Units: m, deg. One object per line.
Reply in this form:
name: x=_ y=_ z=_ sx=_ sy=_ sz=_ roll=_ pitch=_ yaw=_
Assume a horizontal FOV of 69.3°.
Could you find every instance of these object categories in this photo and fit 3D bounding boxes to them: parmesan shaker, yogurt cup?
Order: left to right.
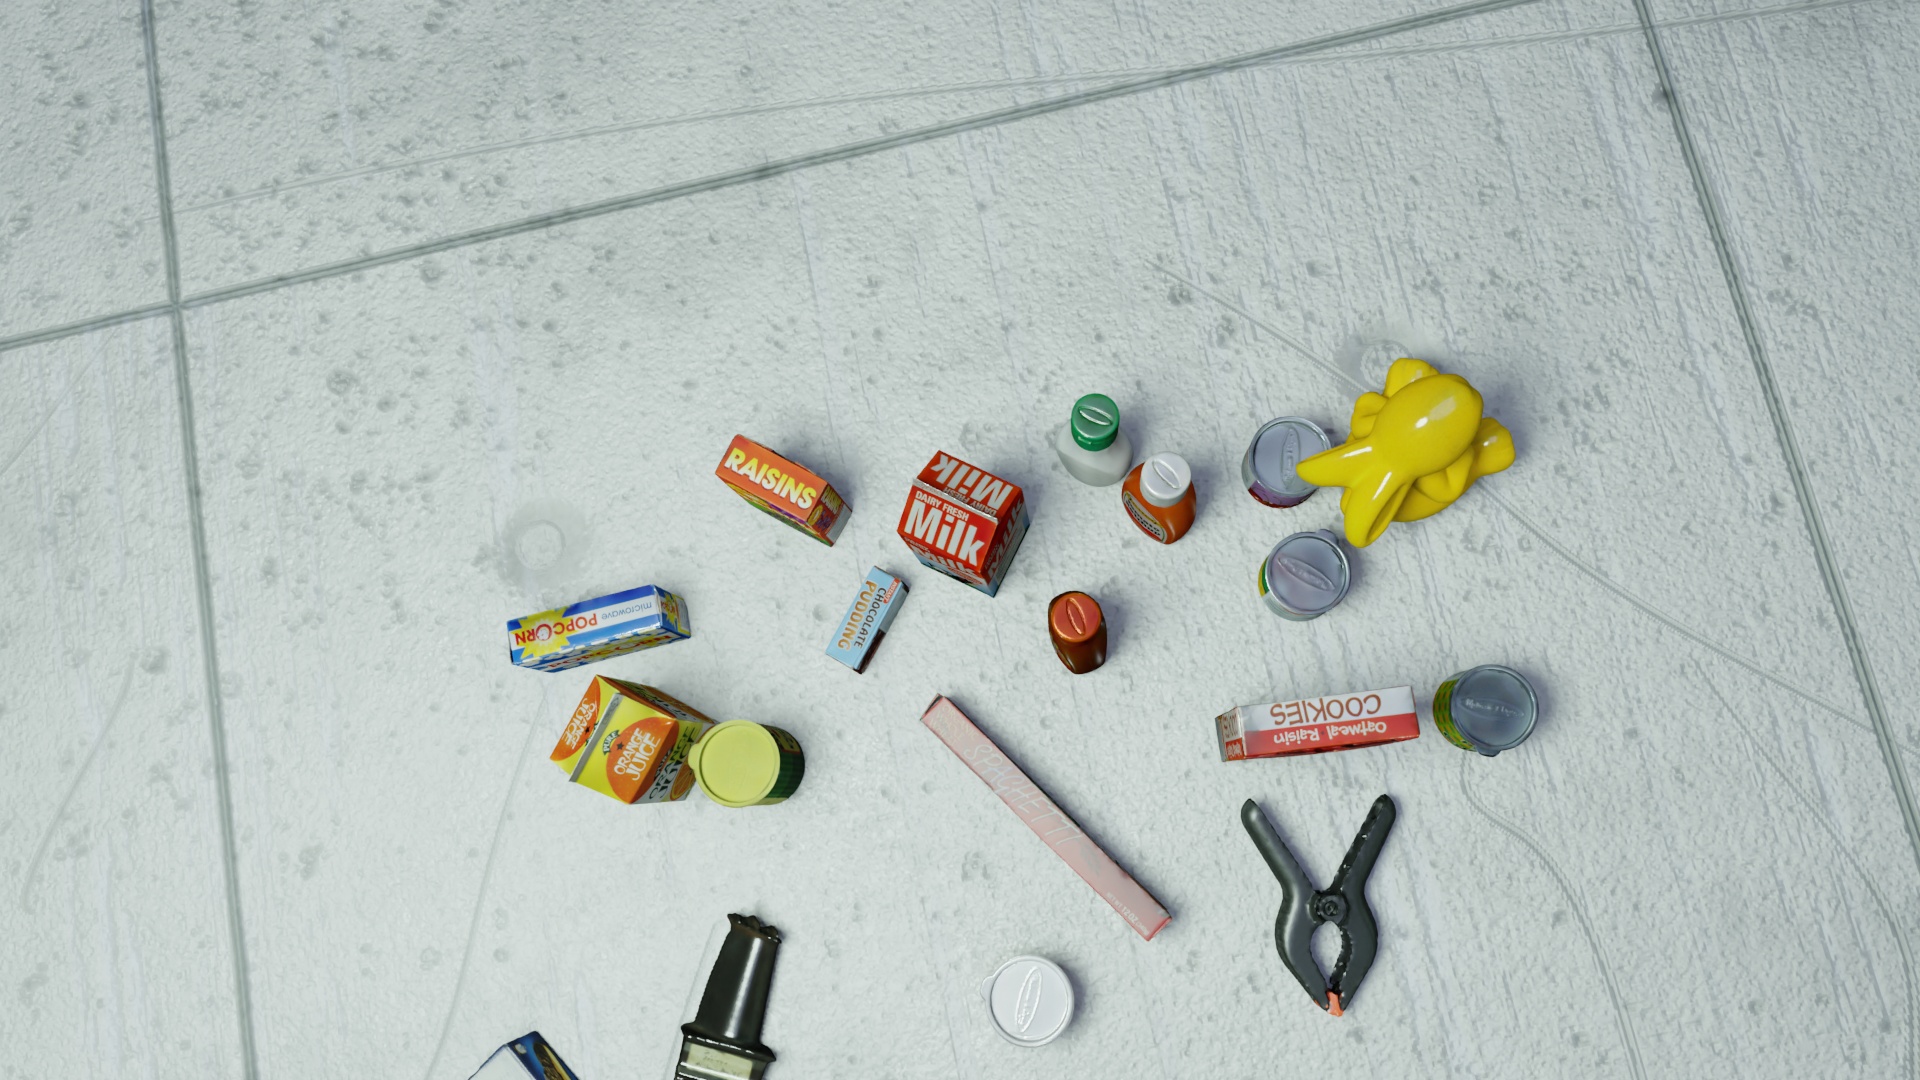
parmesan shaker: x=-0.167 y=0.177 z=1.101 sx=0.071 sy=0.103 sz=0.071 roll=-1 pitch=80 yaw=5
yogurt cup: x=0.054 y=0.353 z=1.076 sx=0.072 sy=0.054 sz=0.072 roll=-1 pitch=80 yaw=5

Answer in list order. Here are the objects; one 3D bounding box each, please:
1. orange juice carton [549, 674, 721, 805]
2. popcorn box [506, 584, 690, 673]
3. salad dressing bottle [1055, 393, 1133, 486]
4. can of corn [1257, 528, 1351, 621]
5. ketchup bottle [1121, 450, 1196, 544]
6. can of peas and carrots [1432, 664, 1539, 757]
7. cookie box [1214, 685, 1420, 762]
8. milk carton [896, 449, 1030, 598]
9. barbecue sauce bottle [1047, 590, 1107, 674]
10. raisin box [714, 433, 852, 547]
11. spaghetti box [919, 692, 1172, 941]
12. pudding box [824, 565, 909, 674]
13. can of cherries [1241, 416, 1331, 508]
orange juice carton: x=-0.250 y=0.154 z=1.066 sx=0.073 sy=0.192 sz=0.072 roll=27 pitch=84 yaw=9
popcorn box: x=-0.295 y=0.073 z=1.139 sx=0.127 sy=0.085 sz=0.038 roll=-14 pitch=79 yaw=2
salad dressing bottle: x=0.107 y=-0.080 z=1.102 sx=0.064 sy=0.147 sz=0.044 roll=25 pitch=83 yaw=9
can of corn: x=0.276 y=0.028 z=1.114 sx=0.071 sy=0.058 sz=0.071 roll=-1 pitch=80 yaw=5
ketchup bottle: x=0.158 y=-0.037 z=1.090 sx=0.043 sy=0.148 sz=0.065 roll=-43 pitch=80 yaw=-3
can of peas and carrots: x=0.408 y=0.134 z=1.084 sx=0.071 sy=0.058 sz=0.071 roll=-1 pitch=80 yaw=5
cookie box: x=0.261 y=0.140 z=1.040 sx=0.123 sy=0.167 sz=0.040 roll=-8 pitch=80 yaw=3
milk carton: x=0.004 y=-0.014 z=1.077 sx=0.072 sy=0.190 sz=0.073 roll=26 pitch=83 yaw=9
barbecue sauce bottle: x=0.090 y=0.067 z=1.076 sx=0.044 sy=0.148 sz=0.065 roll=-21 pitch=79 yaw=1
raisin box: x=-0.141 y=-0.039 z=1.128 sx=0.086 sy=0.123 sz=0.040 roll=28 pitch=84 yaw=9
spaghetti box: x=0.065 y=0.217 z=1.101 sx=0.250 sy=0.050 sz=0.029 roll=43 pitch=86 yaw=10
pudding box: x=-0.076 y=0.066 z=1.141 sx=0.030 sy=0.049 sz=0.084 roll=28 pitch=83 yaw=9
can of cherries: x=0.267 y=-0.061 z=1.131 sx=0.071 sy=0.058 sz=0.071 roll=-1 pitch=80 yaw=5
